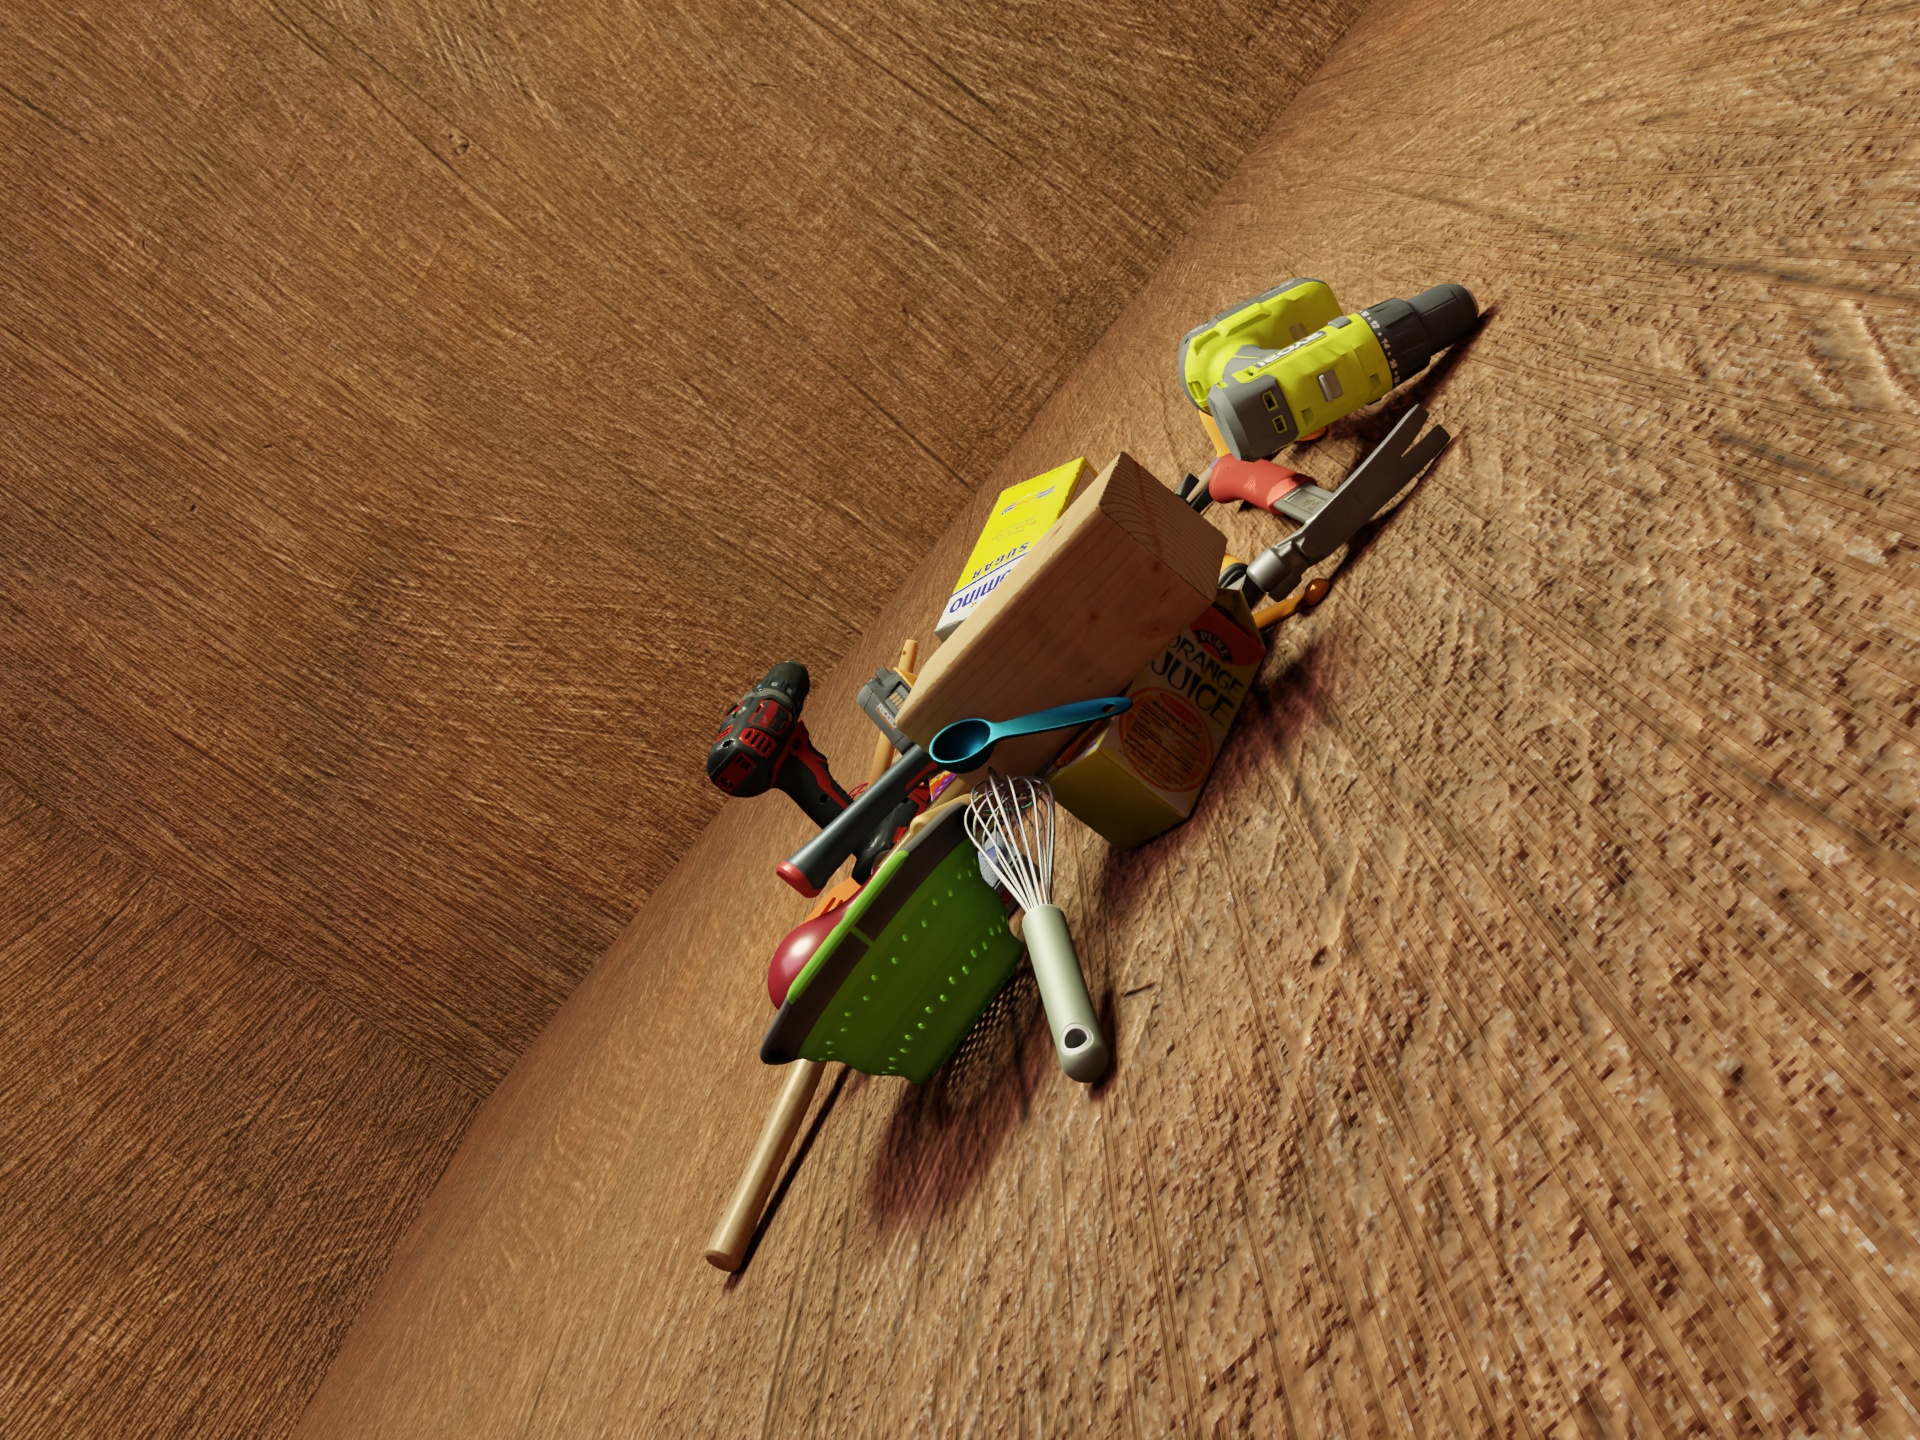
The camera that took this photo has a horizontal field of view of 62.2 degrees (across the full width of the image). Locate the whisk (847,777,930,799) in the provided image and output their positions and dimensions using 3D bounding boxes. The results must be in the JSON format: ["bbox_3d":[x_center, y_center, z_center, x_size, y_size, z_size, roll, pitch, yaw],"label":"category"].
[{"bbox_3d":[-0.042,0.065,1.576,0.296,0.073,0.073,-35,19,44],"label":"whisk"}]

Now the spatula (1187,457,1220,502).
[{"bbox_3d":[0.217,-0.209,1.464,0.316,0.018,0.060,-49,9,16],"label":"spatula"}]

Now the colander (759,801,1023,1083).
[{"bbox_3d":[-0.023,0.172,1.080,0.204,0.094,0.397,-52,-8,-6],"label":"colander"}]

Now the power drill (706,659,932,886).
[{"bbox_3d":[-0.116,0.048,1.469,0.080,0.226,0.188,-46,12,30],"label":"power drill"}]

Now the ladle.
[{"bbox_3d":[-0.042,0.102,1.240,0.315,0.069,0.031,-49,-35,-28],"label":"ladle"}]

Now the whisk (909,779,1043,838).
[{"bbox_3d":[0.015,0.058,1.181,0.047,0.051,0.245,-36,-7,20],"label":"whisk"}]

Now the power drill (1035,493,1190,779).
[{"bbox_3d":[0.110,-0.065,1.170,0.143,0.078,0.220,-54,10,53],"label":"power drill"}]

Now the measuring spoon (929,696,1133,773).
[{"bbox_3d":[0.044,0.010,0.962,0.128,0.021,0.042,-13,34,15],"label":"measuring spoon"}]

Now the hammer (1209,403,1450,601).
[{"bbox_3d":[0.242,-0.175,1.164,0.149,0.036,0.359,-45,10,9],"label":"hammer"}]

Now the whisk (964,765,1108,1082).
[{"bbox_3d":[0.045,0.108,0.899,0.058,0.059,0.247,-23,37,6],"label":"whisk"}]

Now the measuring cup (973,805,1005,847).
[{"bbox_3d":[-0.025,0.121,1.351,0.167,0.038,0.083,-49,10,24],"label":"measuring cup"}]

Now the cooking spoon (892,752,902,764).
[{"bbox_3d":[0.057,-0.061,1.538,0.319,0.017,0.069,-41,3,2],"label":"cooking spoon"}]

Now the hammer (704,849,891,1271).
[{"bbox_3d":[-0.115,0.262,1.218,0.130,0.031,0.331,107,-174,-55],"label":"hammer"}]

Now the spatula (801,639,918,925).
[{"bbox_3d":[-0.092,0.076,1.558,0.081,0.041,0.322,10,85,51],"label":"spatula"}]

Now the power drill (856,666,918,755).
[{"bbox_3d":[0.018,-0.061,1.410,0.226,0.084,0.185,-40,-16,-3],"label":"power drill"}]

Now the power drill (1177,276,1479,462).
[{"bbox_3d":[0.262,-0.273,1.184,0.190,0.080,0.229,-27,19,4],"label":"power drill"}]

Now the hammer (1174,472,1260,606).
[{"bbox_3d":[0.189,-0.132,1.276,0.127,0.034,0.337,-52,10,7],"label":"hammer"}]

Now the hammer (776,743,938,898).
[{"bbox_3d":[-0.002,-0.004,1.279,0.386,0.038,0.143,-43,-26,-25],"label":"hammer"}]

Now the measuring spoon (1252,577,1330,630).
[{"bbox_3d":[0.208,-0.074,1.052,0.021,0.011,0.117,-56,11,-21],"label":"measuring spoon"}]

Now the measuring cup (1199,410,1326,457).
[{"bbox_3d":[0.257,-0.263,1.326,0.095,0.052,0.174,-34,17,-1],"label":"measuring cup"}]
